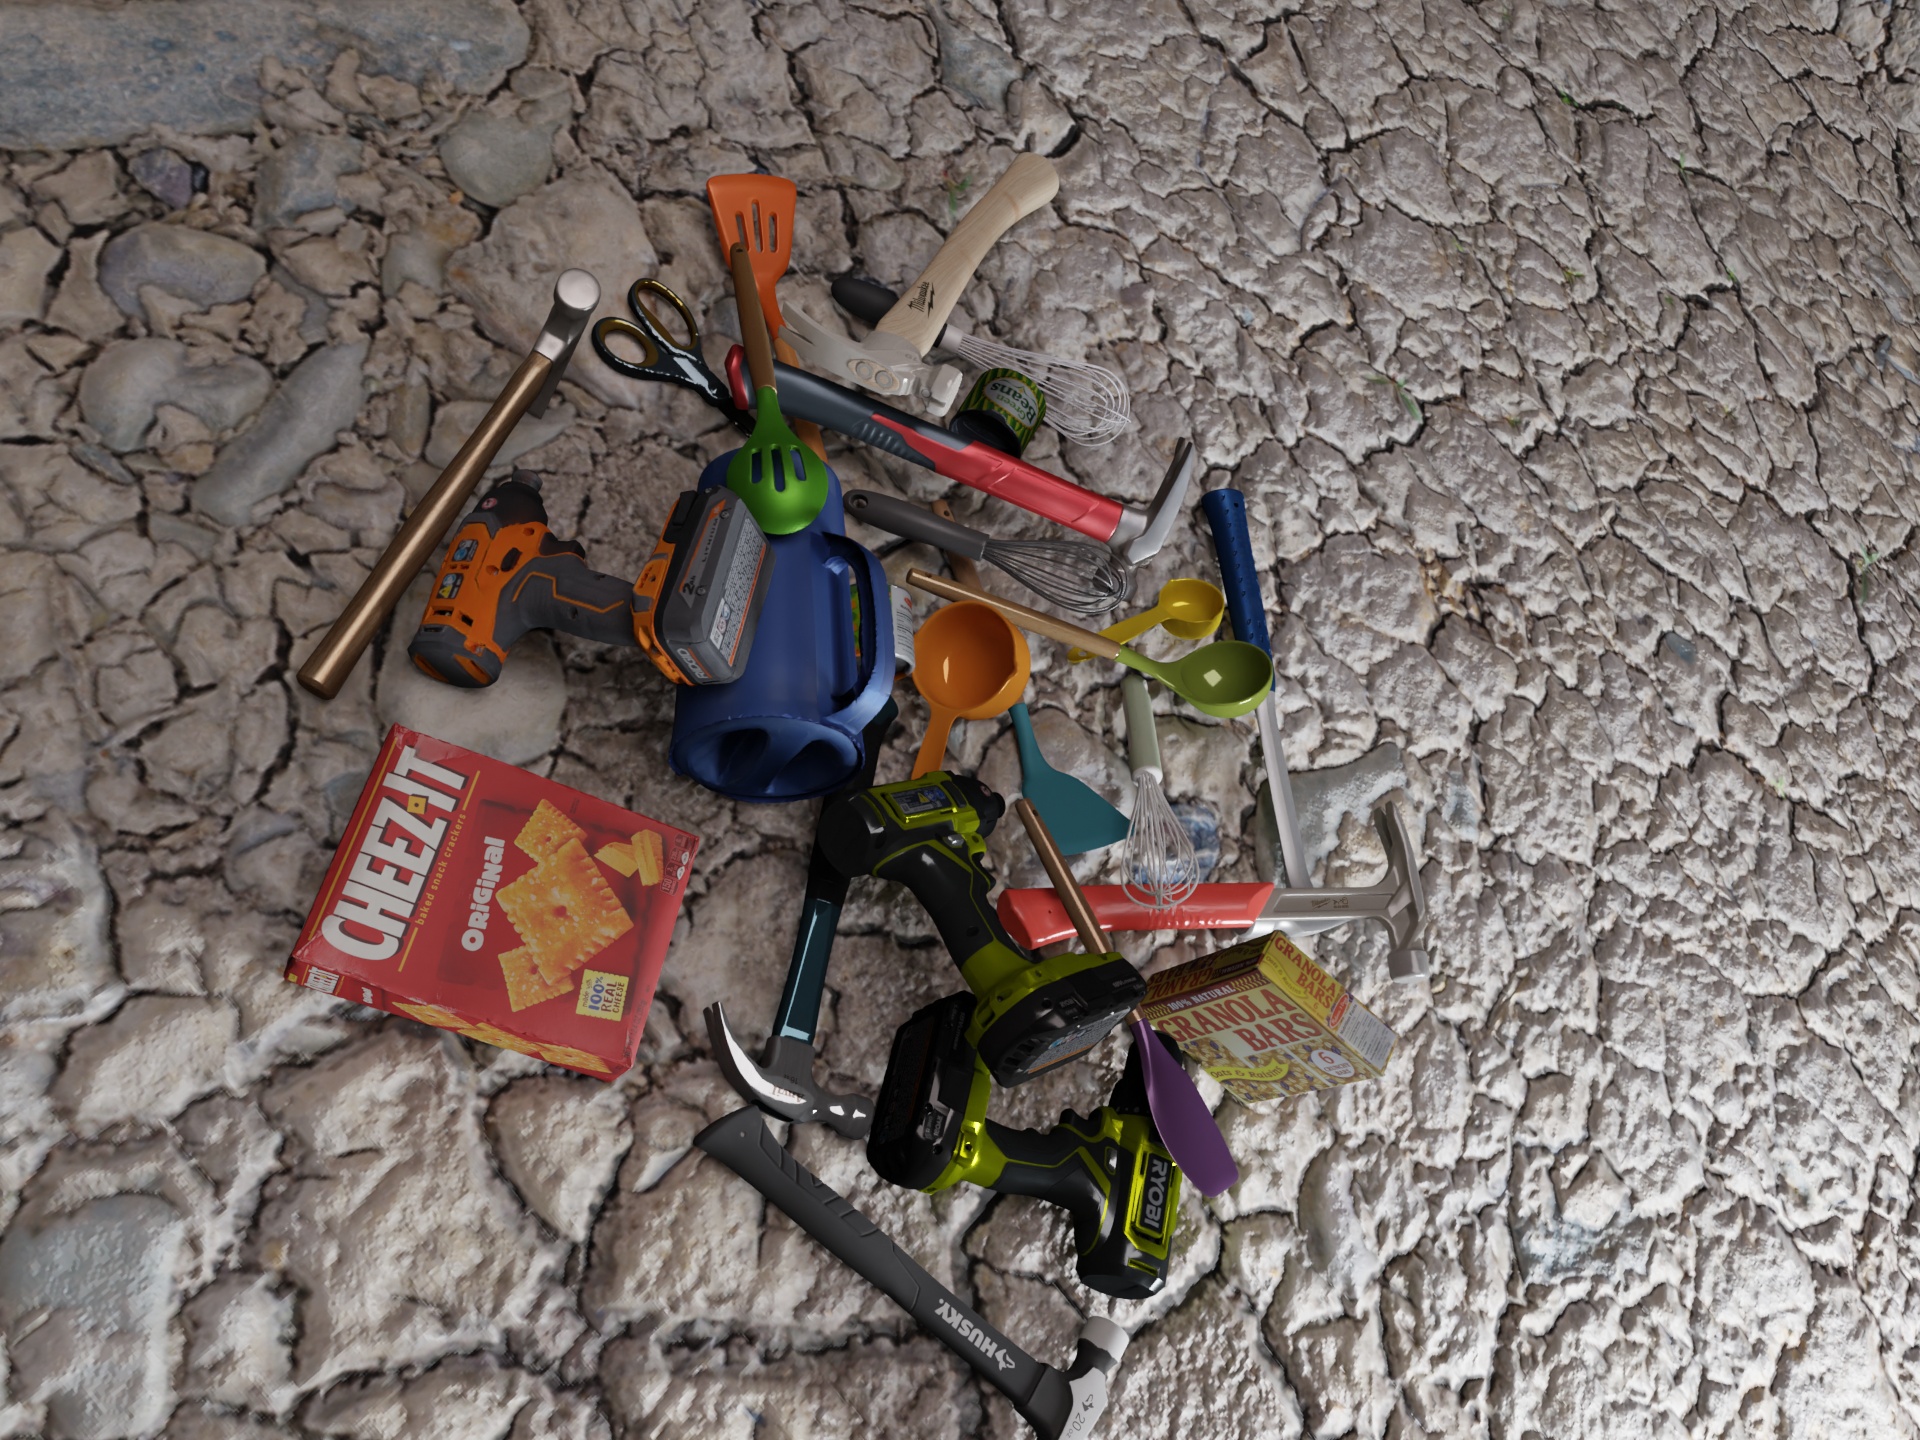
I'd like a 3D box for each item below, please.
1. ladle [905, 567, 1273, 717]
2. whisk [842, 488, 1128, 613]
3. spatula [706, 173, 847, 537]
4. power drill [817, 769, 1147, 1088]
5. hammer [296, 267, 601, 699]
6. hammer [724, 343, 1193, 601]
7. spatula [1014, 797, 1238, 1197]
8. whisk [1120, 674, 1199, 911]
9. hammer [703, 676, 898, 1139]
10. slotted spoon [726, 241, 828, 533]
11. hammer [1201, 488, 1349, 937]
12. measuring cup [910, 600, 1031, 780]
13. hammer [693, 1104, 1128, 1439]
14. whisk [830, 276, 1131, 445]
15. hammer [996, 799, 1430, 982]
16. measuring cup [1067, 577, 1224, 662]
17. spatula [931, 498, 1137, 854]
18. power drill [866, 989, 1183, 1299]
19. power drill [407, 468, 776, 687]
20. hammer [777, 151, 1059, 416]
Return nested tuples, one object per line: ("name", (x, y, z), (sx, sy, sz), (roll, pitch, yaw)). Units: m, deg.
("ladle", (0.108, -0.073, 1.281), (0.320, 0.062, 0.078), (19, 40, -19))
("whisk", (0.019, -0.140, 1.261), (0.239, 0.055, 0.055), (19, 60, 4))
("spatula", (-0.135, -0.289, 1.280), (0.081, 0.041, 0.323), (-9, 75, -31))
("power drill", (0.021, 0.132, 1.110), (0.171, 0.080, 0.223), (-7, 53, -51))
("hammer", (-0.346, -0.156, 1.083), (0.031, 0.130, 0.331), (32, 69, -13))
("hammer", (0.000, -0.226, 1.269), (0.386, 0.038, 0.143), (20, 105, -19))
("spatula", (0.115, 0.198, 1.163), (0.059, 0.018, 0.316), (-13, 71, -46))
("whisk", (0.146, 0.051, 1.248), (0.059, 0.057, 0.247), (-9, 43, 7))
("hammer", (-0.094, 0.120, 1.137), (0.128, 0.033, 0.331), (22, 61, -20))
("slotted spoon", (-0.148, -0.257, 1.169), (0.070, 0.031, 0.314), (-6, 51, -10))
("hammer", (0.268, -0.012, 1.382), (0.144, 0.035, 0.406), (3, 69, -27))
("measuring cup", (-0.002, -0.004, 1.226), (0.052, 0.095, 0.173), (25, 82, -65))
("hammer", (-0.043, 0.375, 1.058), (0.334, 0.035, 0.146), (42, 56, -7))
("whisk", (0.021, -0.314, 1.365), (0.284, 0.070, 0.070), (22, 61, -14))
("hammer", (0.202, 0.136, 1.251), (0.359, 0.036, 0.149), (1, 68, -18))
("measuring cup", (0.156, -0.075, 1.355), (0.156, 0.029, 0.062), (-25, 51, -20))
("spatula", (0.042, -0.040, 1.269), (0.082, 0.044, 0.318), (-13, 75, -35))
("power drill", (0.062, 0.282, 1.129), (0.228, 0.080, 0.191), (27, 55, -18))
("power drill", (-0.245, -0.101, 1.063), (0.226, 0.084, 0.164), (2, 61, 19))
("hammer", (-0.010, -0.394, 1.342), (0.146, 0.038, 0.411), (25, 45, 3))
